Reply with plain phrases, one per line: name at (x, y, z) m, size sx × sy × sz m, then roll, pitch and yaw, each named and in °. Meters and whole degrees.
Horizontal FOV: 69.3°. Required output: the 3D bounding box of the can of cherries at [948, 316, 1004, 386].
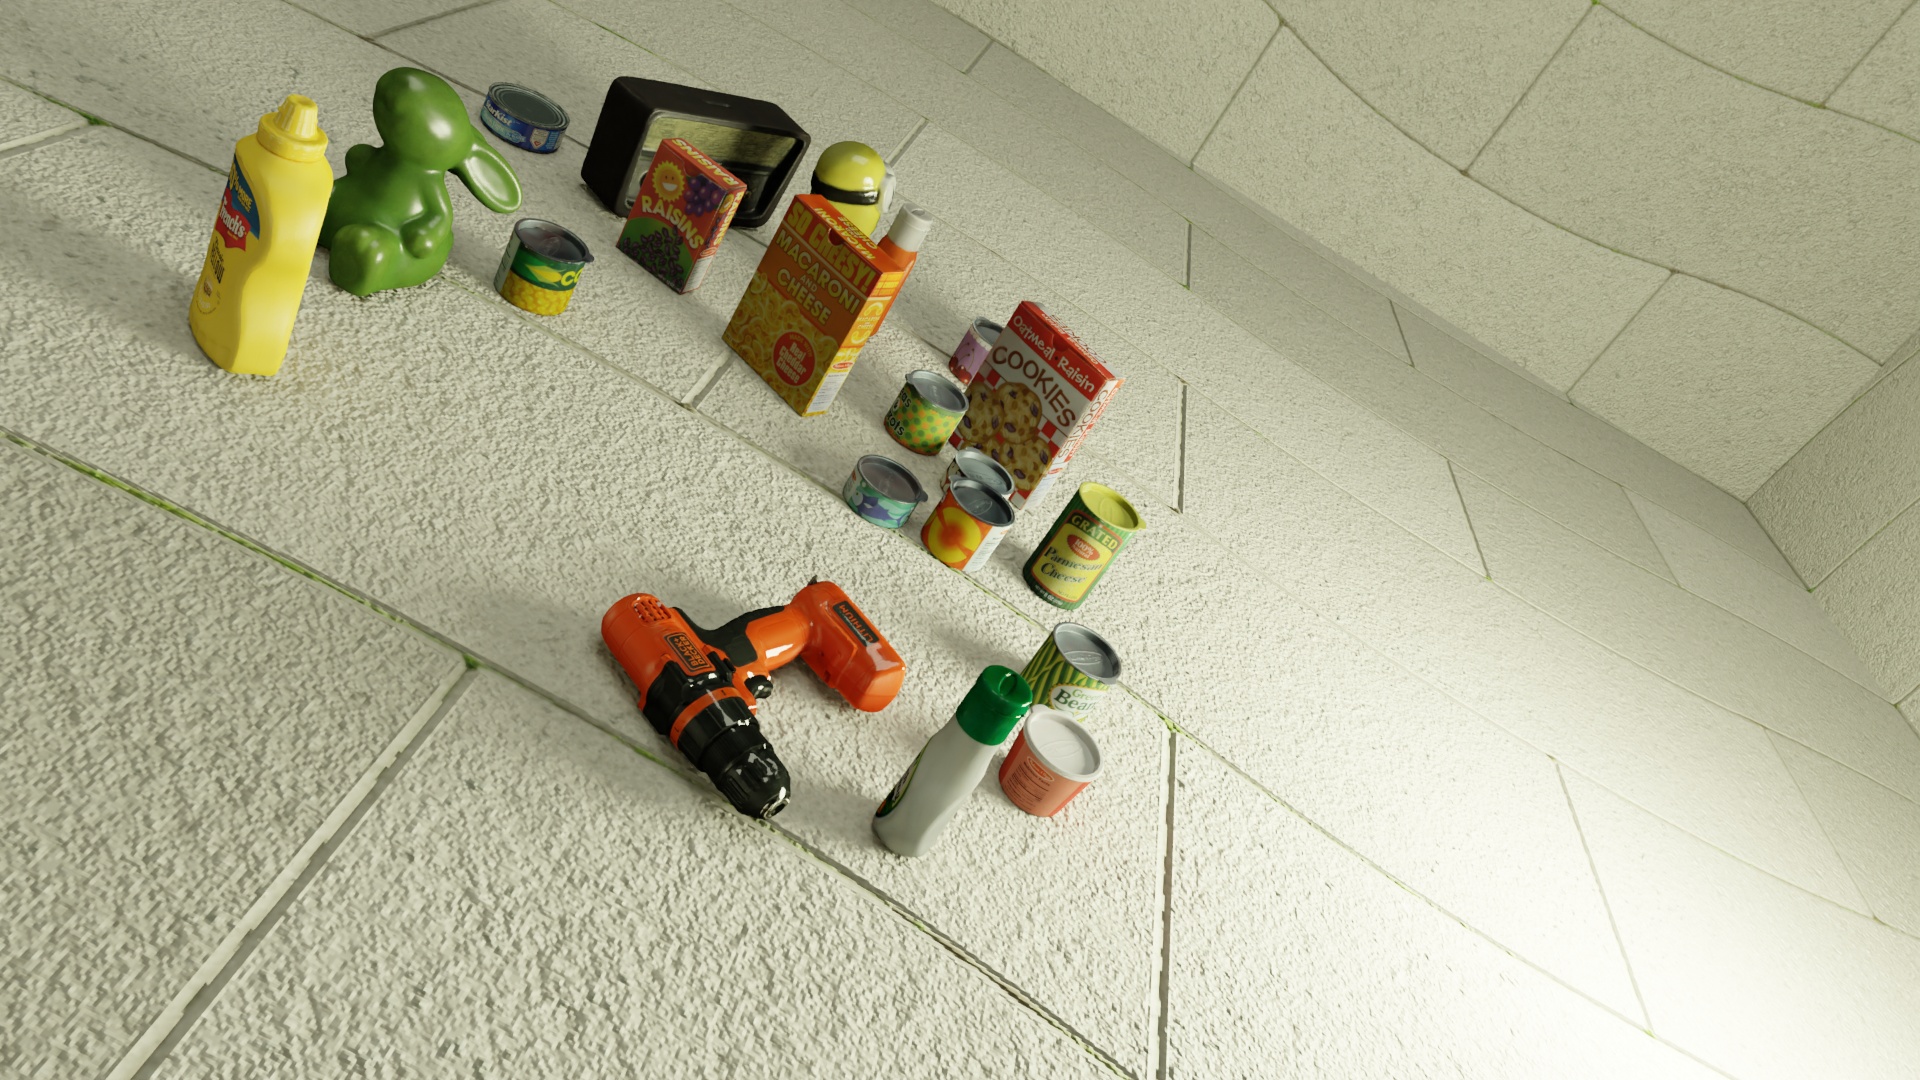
can of cherries at (0.028, -0.207, 1.555) m, size 0.071 × 0.058 × 0.072 m, roll 25°, pitch 30°, yaw -15°

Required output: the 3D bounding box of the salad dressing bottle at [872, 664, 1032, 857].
salad dressing bottle at (-0.005, 0.143, 0.900) m, size 0.044 × 0.147 × 0.064 m, roll 35°, pitch 29°, yaw 3°

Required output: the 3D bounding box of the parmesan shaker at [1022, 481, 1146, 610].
parmesan shaker at (0.112, 0.007, 1.268) m, size 0.071 × 0.102 × 0.072 m, roll 25°, pitch 30°, yaw -15°

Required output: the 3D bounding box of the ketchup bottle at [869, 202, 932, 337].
ketchup bottle at (-0.078, -0.286, 1.477) m, size 0.043 × 0.148 × 0.065 m, roll 37°, pitch 29°, yaw 7°

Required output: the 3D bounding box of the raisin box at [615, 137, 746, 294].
raisin box at (-0.273, -0.316, 1.354) m, size 0.086 × 0.122 × 0.040 m, roll 38°, pitch 29°, yaw 8°

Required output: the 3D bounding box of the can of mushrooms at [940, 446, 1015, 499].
can of mushrooms at (0.016, -0.056, 1.340) m, size 0.071 × 0.033 × 0.071 m, roll 25°, pitch 30°, yaw -15°

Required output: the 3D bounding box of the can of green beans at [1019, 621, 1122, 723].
can of green beans at (0.089, 0.110, 1.137) m, size 0.071 × 0.057 × 0.071 m, roll 25°, pitch 30°, yaw -15°

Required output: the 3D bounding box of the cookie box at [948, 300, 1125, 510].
cookie box at (0.068, -0.133, 1.371) m, size 0.123 × 0.166 × 0.040 m, roll 45°, pitch 31°, yaw 20°

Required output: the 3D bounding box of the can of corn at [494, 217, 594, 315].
can of corn at (-0.363, -0.237, 1.212) m, size 0.071 × 0.058 × 0.071 m, roll 25°, pitch 30°, yaw -15°

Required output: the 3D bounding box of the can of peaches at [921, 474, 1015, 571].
can of peaches at (0.004, -0.016, 1.242) m, size 0.071 × 0.057 × 0.071 m, roll 25°, pitch 30°, yaw -15°

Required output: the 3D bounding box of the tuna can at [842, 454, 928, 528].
tuna can at (-0.067, -0.042, 1.237) m, size 0.071 × 0.032 × 0.071 m, roll 25°, pitch 30°, yaw -15°

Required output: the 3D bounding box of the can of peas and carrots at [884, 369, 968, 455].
can of peas and carrots at (-0.036, -0.127, 1.369) m, size 0.071 × 0.058 × 0.071 m, roll 25°, pitch 30°, yaw -15°

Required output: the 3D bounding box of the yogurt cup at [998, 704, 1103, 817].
yogurt cup at (0.064, 0.167, 1.029) m, size 0.072 × 0.053 × 0.073 m, roll 25°, pitch 30°, yaw -15°

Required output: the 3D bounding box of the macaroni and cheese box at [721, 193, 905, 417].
macaroni and cheese box at (-0.140, -0.218, 1.294) m, size 0.124 × 0.165 × 0.040 m, roll 44°, pitch 30°, yaw 19°
